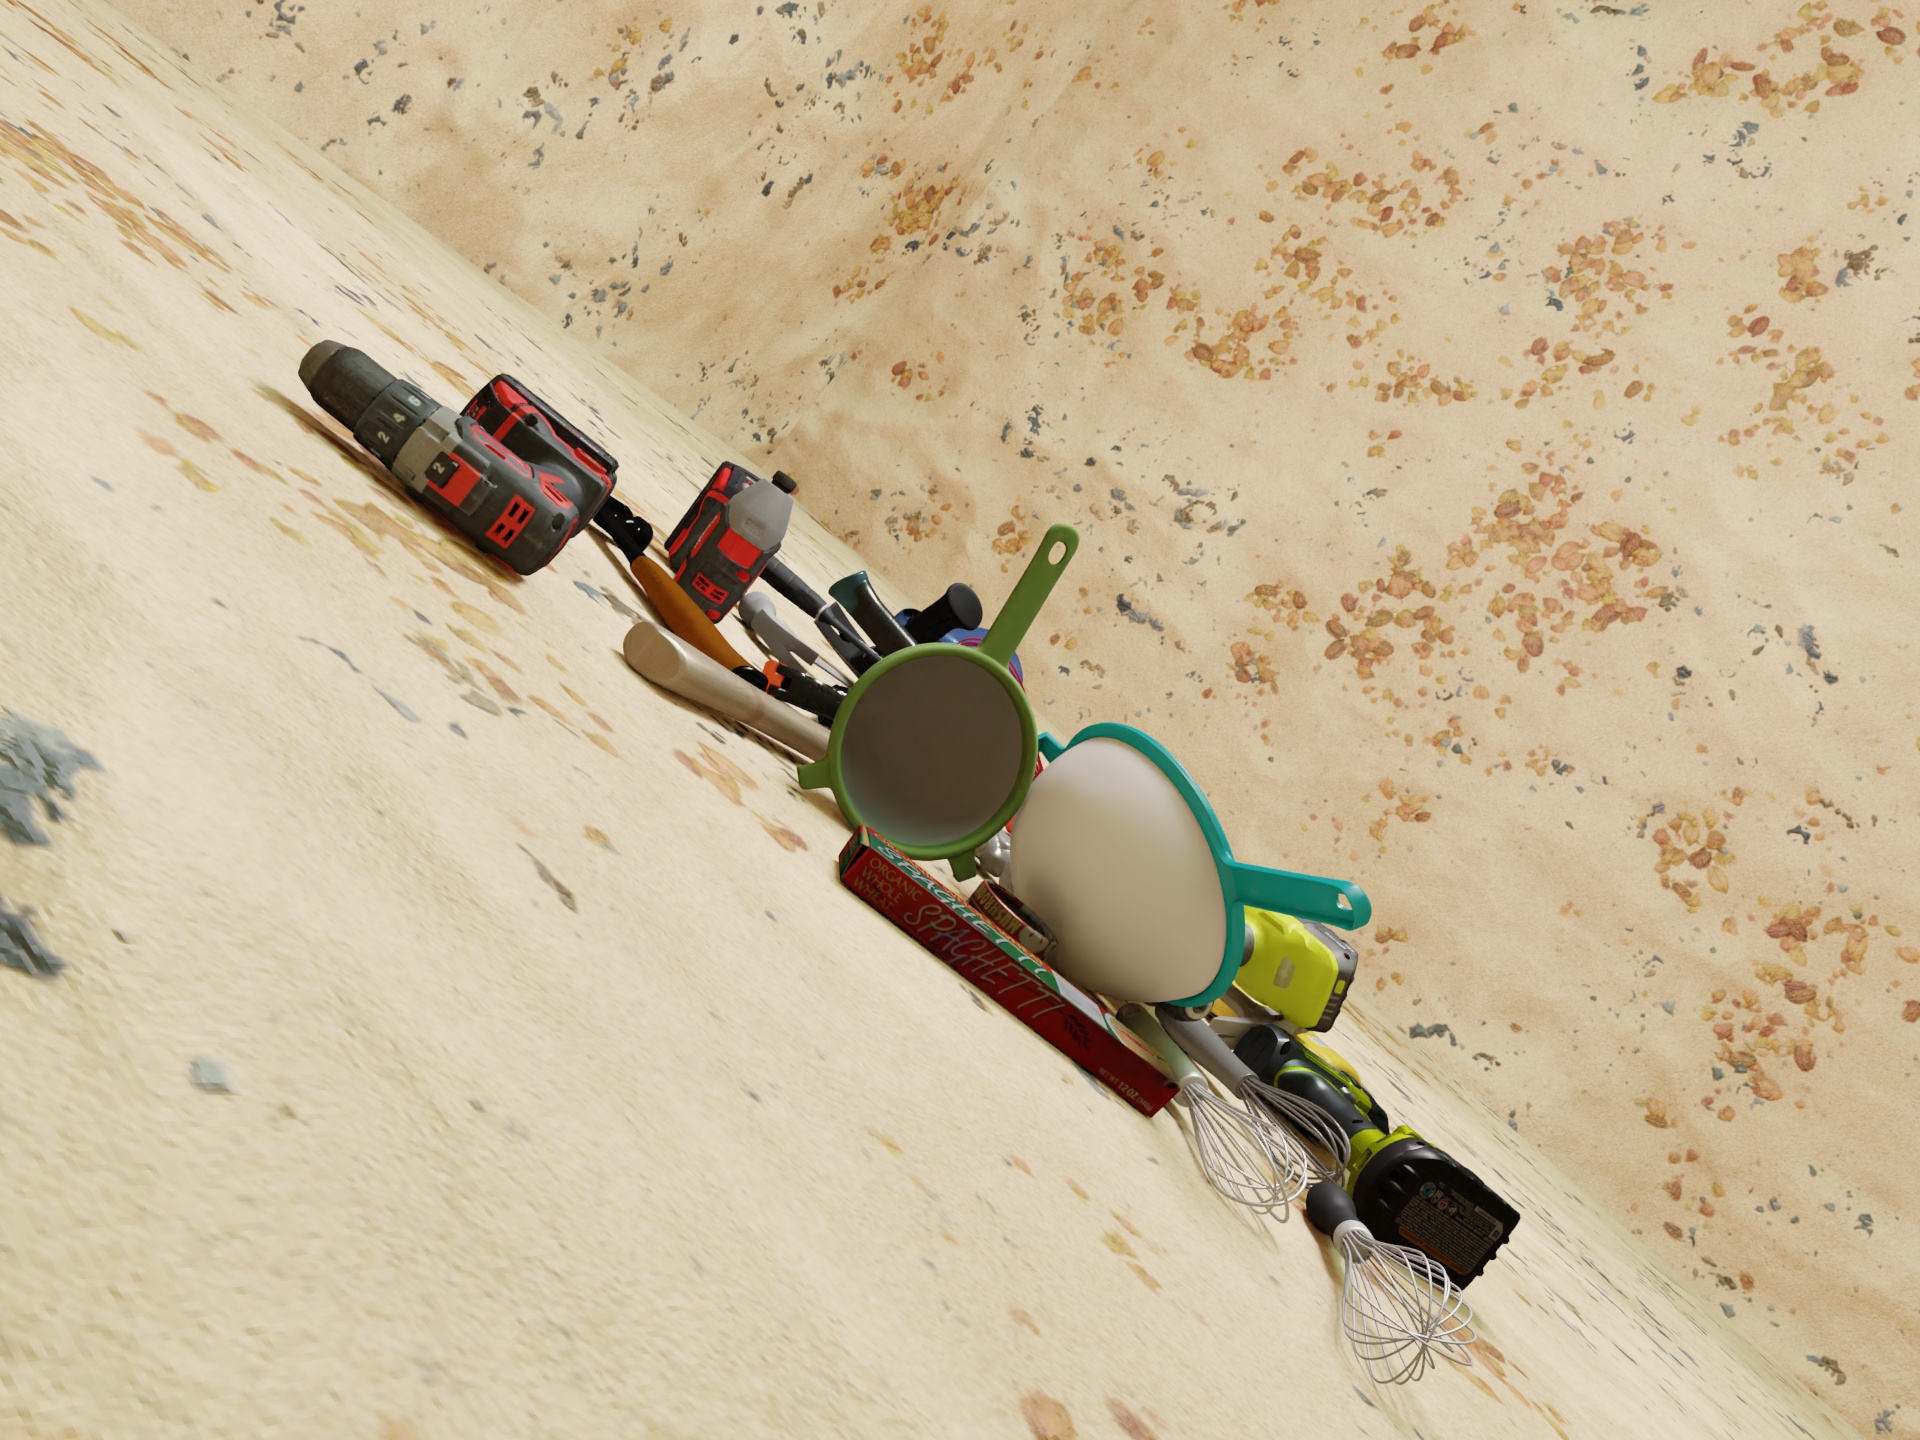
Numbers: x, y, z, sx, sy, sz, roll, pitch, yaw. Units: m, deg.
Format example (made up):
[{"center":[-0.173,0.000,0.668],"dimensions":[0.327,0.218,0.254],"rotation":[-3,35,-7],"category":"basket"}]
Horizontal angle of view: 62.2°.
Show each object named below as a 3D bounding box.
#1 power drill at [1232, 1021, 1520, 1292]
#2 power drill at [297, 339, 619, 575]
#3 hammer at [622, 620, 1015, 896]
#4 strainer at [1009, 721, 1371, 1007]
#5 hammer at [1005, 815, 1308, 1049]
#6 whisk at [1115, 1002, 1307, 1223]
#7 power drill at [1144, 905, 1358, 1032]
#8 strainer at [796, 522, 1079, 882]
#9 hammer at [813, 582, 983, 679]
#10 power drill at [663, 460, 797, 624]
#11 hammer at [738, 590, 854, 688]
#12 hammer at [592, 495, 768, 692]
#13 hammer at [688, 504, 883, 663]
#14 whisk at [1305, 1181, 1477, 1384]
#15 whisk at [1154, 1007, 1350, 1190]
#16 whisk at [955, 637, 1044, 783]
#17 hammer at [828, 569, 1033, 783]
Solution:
[{"center":[0.323,0.336,1.239],"dimensions":[0.171,0.080,0.223],"rotation":[37,3,-23],"category":"power drill"},{"center":[-0.327,-0.182,1.063],"dimensions":[0.188,0.080,0.227],"rotation":[38,8,-9],"category":"power drill"},{"center":[-0.093,0.023,1.171],"dimensions":[0.410,0.038,0.146],"rotation":[34,6,-46],"category":"hammer"},{"center":[0.124,0.115,1.048],"dimensions":[0.340,0.095,0.211],"rotation":[3,-71,63],"category":"strainer"},{"center":[0.155,0.180,1.458],"dimensions":[0.149,0.036,0.359],"rotation":[4,25,-44],"category":"hammer"},{"center":[0.152,0.243,1.022],"dimensions":[0.246,0.058,0.059],"rotation":[-135,-152,-68],"category":"whisk"},{"center":[0.204,0.191,1.279],"dimensions":[0.228,0.080,0.191],"rotation":[12,14,-30],"category":"power drill"},{"center":[0.000,-0.028,1.105],"dimensions":[0.151,0.256,0.069],"rotation":[33,-3,-23],"category":"strainer"},{"center":[-0.053,-0.084,1.575],"dimensions":[0.146,0.035,0.335],"rotation":[47,-20,-6],"category":"hammer"},{"center":[-0.204,-0.169,1.434],"dimensions":[0.078,0.143,0.220],"rotation":[35,4,-16],"category":"power drill"},{"center":[-0.048,0.011,1.580],"dimensions":[0.405,0.035,0.144],"rotation":[36,6,-33],"category":"hammer"},{"center":[-0.241,-0.109,1.253],"dimensions":[0.127,0.034,0.337],"rotation":[36,7,-45],"category":"hammer"},{"center":[-0.126,-0.095,1.545],"dimensions":[0.409,0.036,0.149],"rotation":[40,4,23],"category":"hammer"},{"center":[0.236,0.314,0.929],"dimensions":[0.070,0.070,0.284],"rotation":[40,0,3],"category":"whisk"},{"center":[0.209,0.269,1.175],"dimensions":[0.055,0.055,0.239],"rotation":[36,2,-33],"category":"whisk"},{"center":[0.072,0.047,1.625],"dimensions":[0.296,0.073,0.073],"rotation":[60,4,-5],"category":"whisk"},{"center":[-0.002,-0.004,1.363],"dimensions":[0.033,0.128,0.331],"rotation":[-26,70,-41],"category":"hammer"}]
